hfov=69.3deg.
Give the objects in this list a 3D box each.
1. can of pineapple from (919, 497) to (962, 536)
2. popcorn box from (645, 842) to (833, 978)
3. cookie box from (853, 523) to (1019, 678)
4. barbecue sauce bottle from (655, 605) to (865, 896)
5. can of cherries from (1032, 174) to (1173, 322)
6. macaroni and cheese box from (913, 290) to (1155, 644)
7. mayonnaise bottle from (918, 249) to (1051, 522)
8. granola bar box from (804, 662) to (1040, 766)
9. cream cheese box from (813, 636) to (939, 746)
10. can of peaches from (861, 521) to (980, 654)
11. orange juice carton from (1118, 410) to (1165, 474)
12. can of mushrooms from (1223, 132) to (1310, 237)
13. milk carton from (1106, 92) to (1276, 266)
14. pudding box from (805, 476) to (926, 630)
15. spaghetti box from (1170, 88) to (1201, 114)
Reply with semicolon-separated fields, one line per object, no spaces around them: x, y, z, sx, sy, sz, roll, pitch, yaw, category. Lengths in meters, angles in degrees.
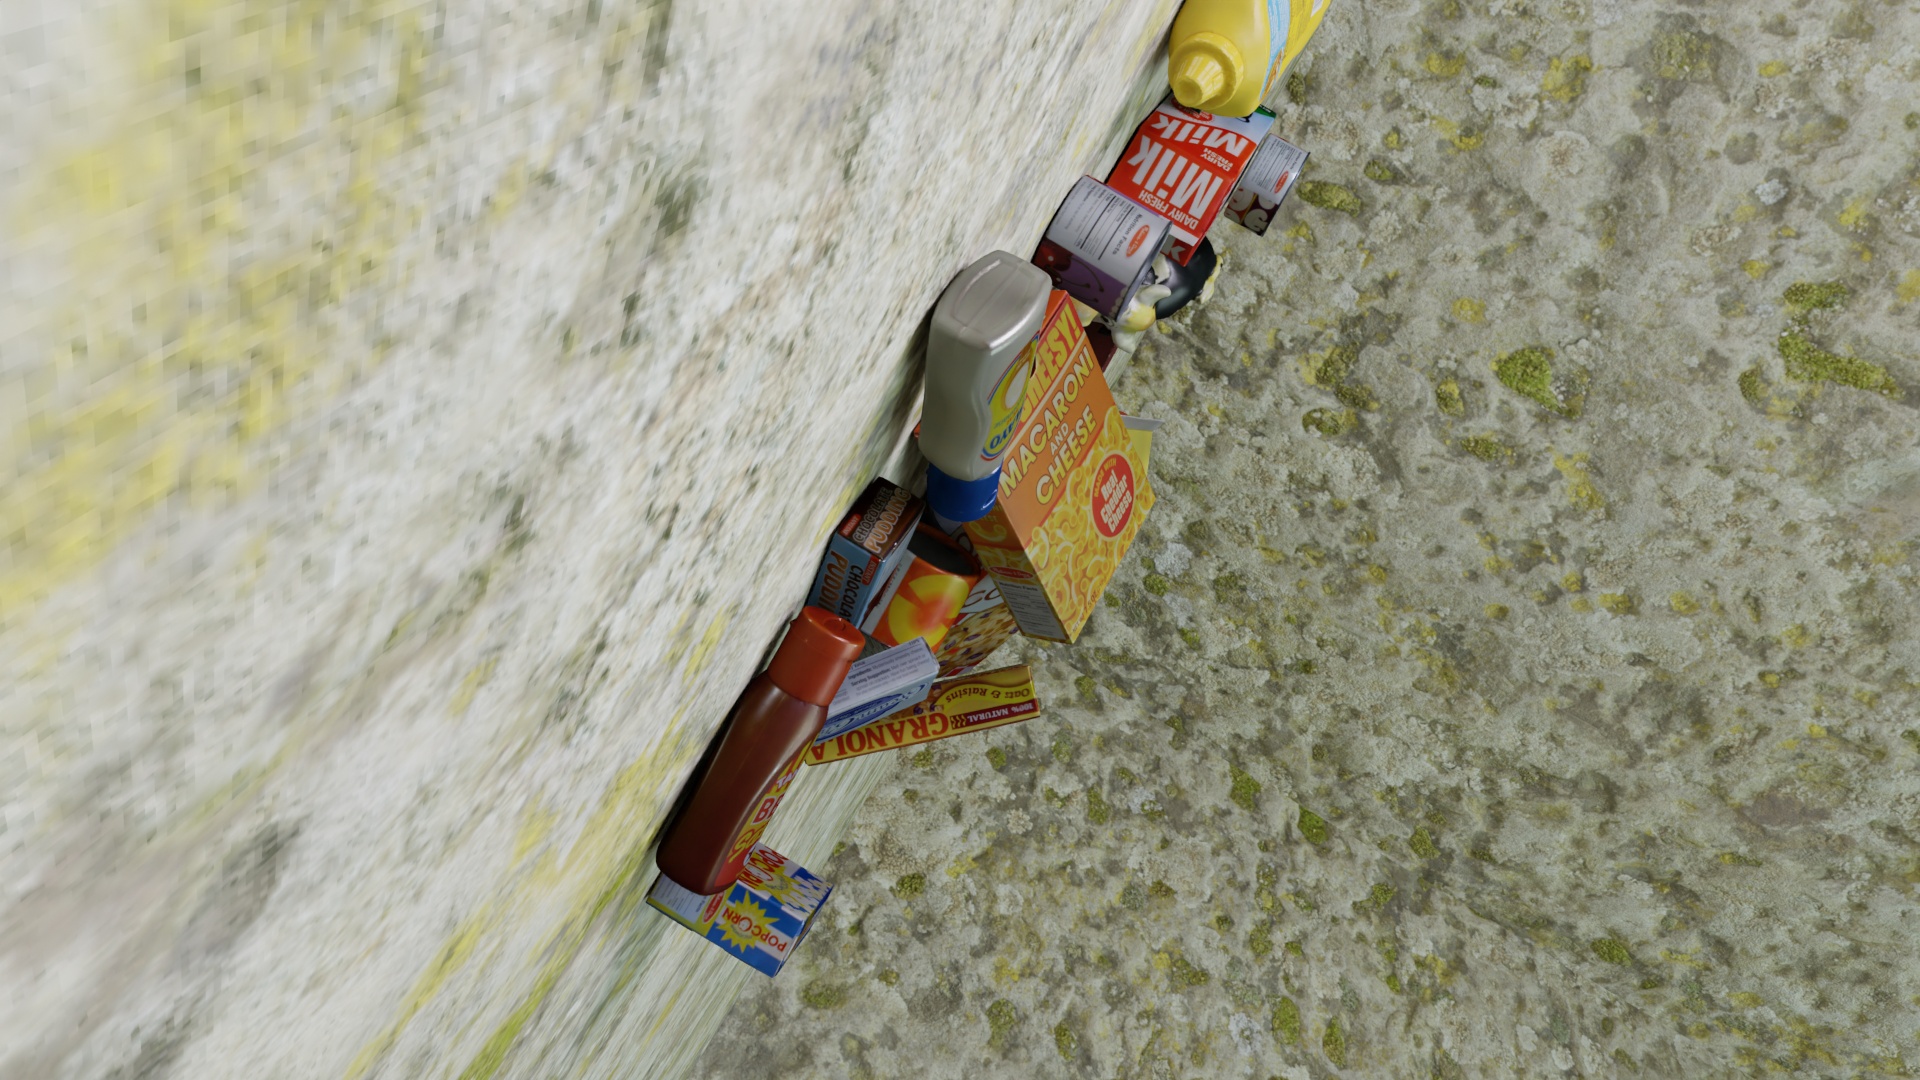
0.003;-0.012;0.960;0.071;0.071;0.057;-57;175;-27;can of pineapple
-0.128;0.211;0.831;0.038;0.085;0.126;-60;175;-3;popcorn box
0.012;0.036;0.919;0.166;0.040;0.123;-43;157;30;cookie box
-0.099;0.104;0.701;0.148;0.044;0.065;-60;174;10;barbecue sauce bottle
0.081;-0.167;0.803;0.071;0.058;0.071;-60;176;-7;can of cherries
0.049;-0.041;0.800;0.124;0.040;0.165;-57;136;-31;macaroni and cheese box
0.007;-0.064;0.649;0.065;0.041;0.147;-53;165;-30;mayonnaise bottle
-0.027;0.124;1.001;0.124;0.166;0.039;68;10;-85;granola bar box
-0.065;0.089;0.775;0.104;0.024;0.053;-21;162;-19;cream cheese box
-0.027;0.027;0.828;0.058;0.071;0.071;-61;175;18;can of peaches
0.071;-0.042;1.040;0.191;0.072;0.073;-45;-130;48;orange juice carton
0.215;-0.250;0.980;0.071;0.033;0.071;-60;176;-6;can of mushrooms
0.153;-0.253;0.955;0.073;0.072;0.191;-62;176;39;milk carton
-0.051;0.013;0.716;0.050;0.030;0.083;-57;176;-41;pudding box
0.216;-0.402;0.938;0.250;0.029;0.050;-58;176;-11;spaghetti box
